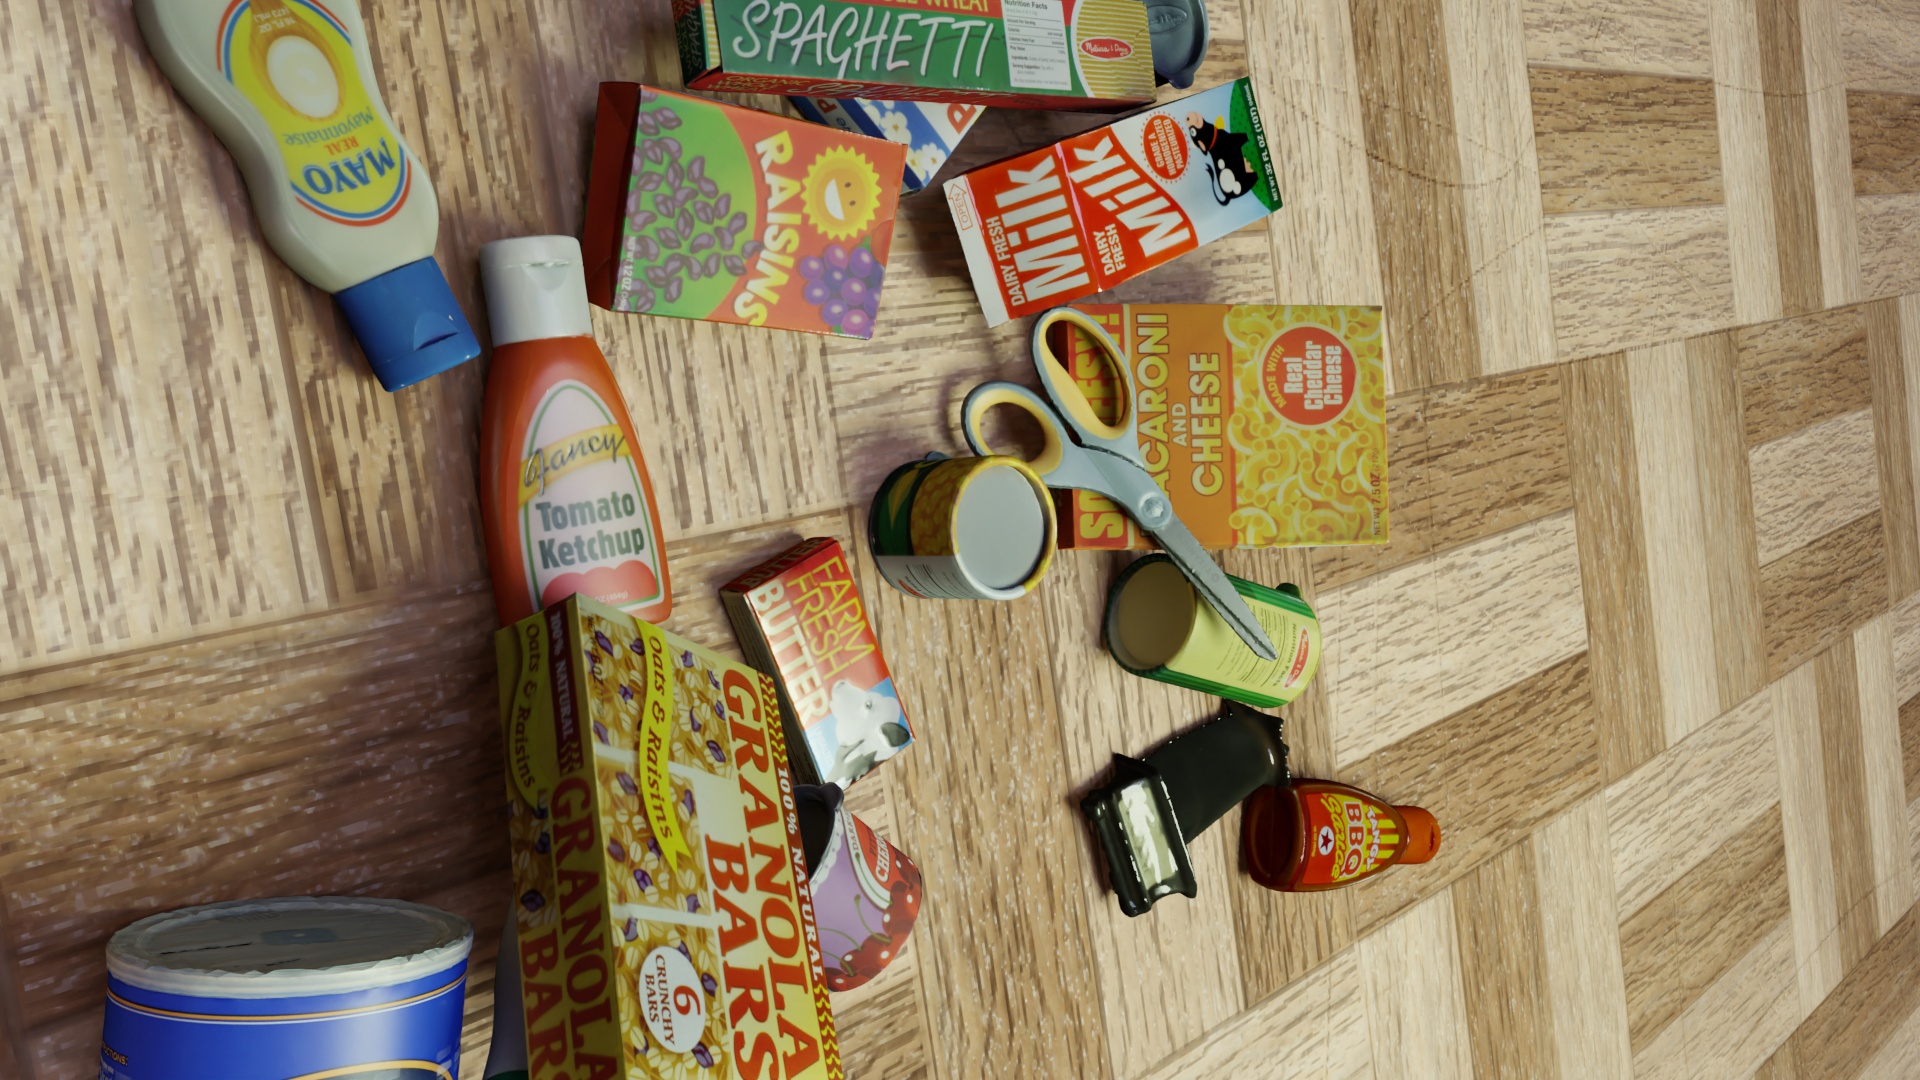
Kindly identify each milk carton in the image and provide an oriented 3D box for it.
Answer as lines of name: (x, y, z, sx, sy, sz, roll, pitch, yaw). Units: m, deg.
milk carton: (0.069, -0.167, 0.686, 0.191, 0.073, 0.072, -30, 108, -36)

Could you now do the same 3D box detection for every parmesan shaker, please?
parmesan shaker: (0.135, 0.046, 0.739, 0.103, 0.071, 0.071, 17, 78, -37)

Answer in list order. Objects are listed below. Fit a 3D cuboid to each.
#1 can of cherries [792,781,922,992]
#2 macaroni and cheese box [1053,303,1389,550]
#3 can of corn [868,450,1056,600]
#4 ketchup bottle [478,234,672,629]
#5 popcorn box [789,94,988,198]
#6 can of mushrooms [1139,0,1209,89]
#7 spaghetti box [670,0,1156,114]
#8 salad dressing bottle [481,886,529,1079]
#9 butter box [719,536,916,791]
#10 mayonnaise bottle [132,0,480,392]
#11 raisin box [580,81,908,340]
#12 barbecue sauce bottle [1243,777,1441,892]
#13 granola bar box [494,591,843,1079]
can of cherries: (-0.057, 0.143, 0.576, 0.058, 0.071, 0.072, 45, 62, -30)
macaroni and cheese box: (0.132, -0.057, 0.710, 0.167, 0.040, 0.123, -1, 88, -10)
can of corn: (0.002, -0.008, 0.636, 0.071, 0.058, 0.071, 1, 89, -40)
ketchup bottle: (-0.150, -0.037, 0.520, 0.065, 0.043, 0.148, -11, 95, -34)
popcorn box: (-0.044, -0.227, 0.617, 0.126, 0.038, 0.085, 46, 62, -29)
can of mushrooms: (0.099, -0.272, 0.740, 0.071, 0.033, 0.071, 2, 87, -40)
spaghetti box: (-0.010, -0.216, 0.600, 0.251, 0.028, 0.050, -12, 96, -40)
salad dressing bottle: (-0.137, 0.157, 0.475, 0.148, 0.044, 0.064, -90, 172, -52)
butter box: (-0.061, 0.055, 0.604, 0.053, 0.024, 0.103, -31, 108, -35)
mayonnaise bottle: (-0.213, -0.125, 0.472, 0.065, 0.041, 0.147, -35, 110, -35)
raisin box: (-0.087, -0.131, 0.564, 0.123, 0.040, 0.086, 0, 105, -40)
barbecue sauce bottle: (0.232, 0.176, 0.831, 0.149, 0.043, 0.065, 10, 82, -39)
granola bar box: (-0.101, 0.114, 0.486, 0.124, 0.039, 0.166, 36, 34, -57)
